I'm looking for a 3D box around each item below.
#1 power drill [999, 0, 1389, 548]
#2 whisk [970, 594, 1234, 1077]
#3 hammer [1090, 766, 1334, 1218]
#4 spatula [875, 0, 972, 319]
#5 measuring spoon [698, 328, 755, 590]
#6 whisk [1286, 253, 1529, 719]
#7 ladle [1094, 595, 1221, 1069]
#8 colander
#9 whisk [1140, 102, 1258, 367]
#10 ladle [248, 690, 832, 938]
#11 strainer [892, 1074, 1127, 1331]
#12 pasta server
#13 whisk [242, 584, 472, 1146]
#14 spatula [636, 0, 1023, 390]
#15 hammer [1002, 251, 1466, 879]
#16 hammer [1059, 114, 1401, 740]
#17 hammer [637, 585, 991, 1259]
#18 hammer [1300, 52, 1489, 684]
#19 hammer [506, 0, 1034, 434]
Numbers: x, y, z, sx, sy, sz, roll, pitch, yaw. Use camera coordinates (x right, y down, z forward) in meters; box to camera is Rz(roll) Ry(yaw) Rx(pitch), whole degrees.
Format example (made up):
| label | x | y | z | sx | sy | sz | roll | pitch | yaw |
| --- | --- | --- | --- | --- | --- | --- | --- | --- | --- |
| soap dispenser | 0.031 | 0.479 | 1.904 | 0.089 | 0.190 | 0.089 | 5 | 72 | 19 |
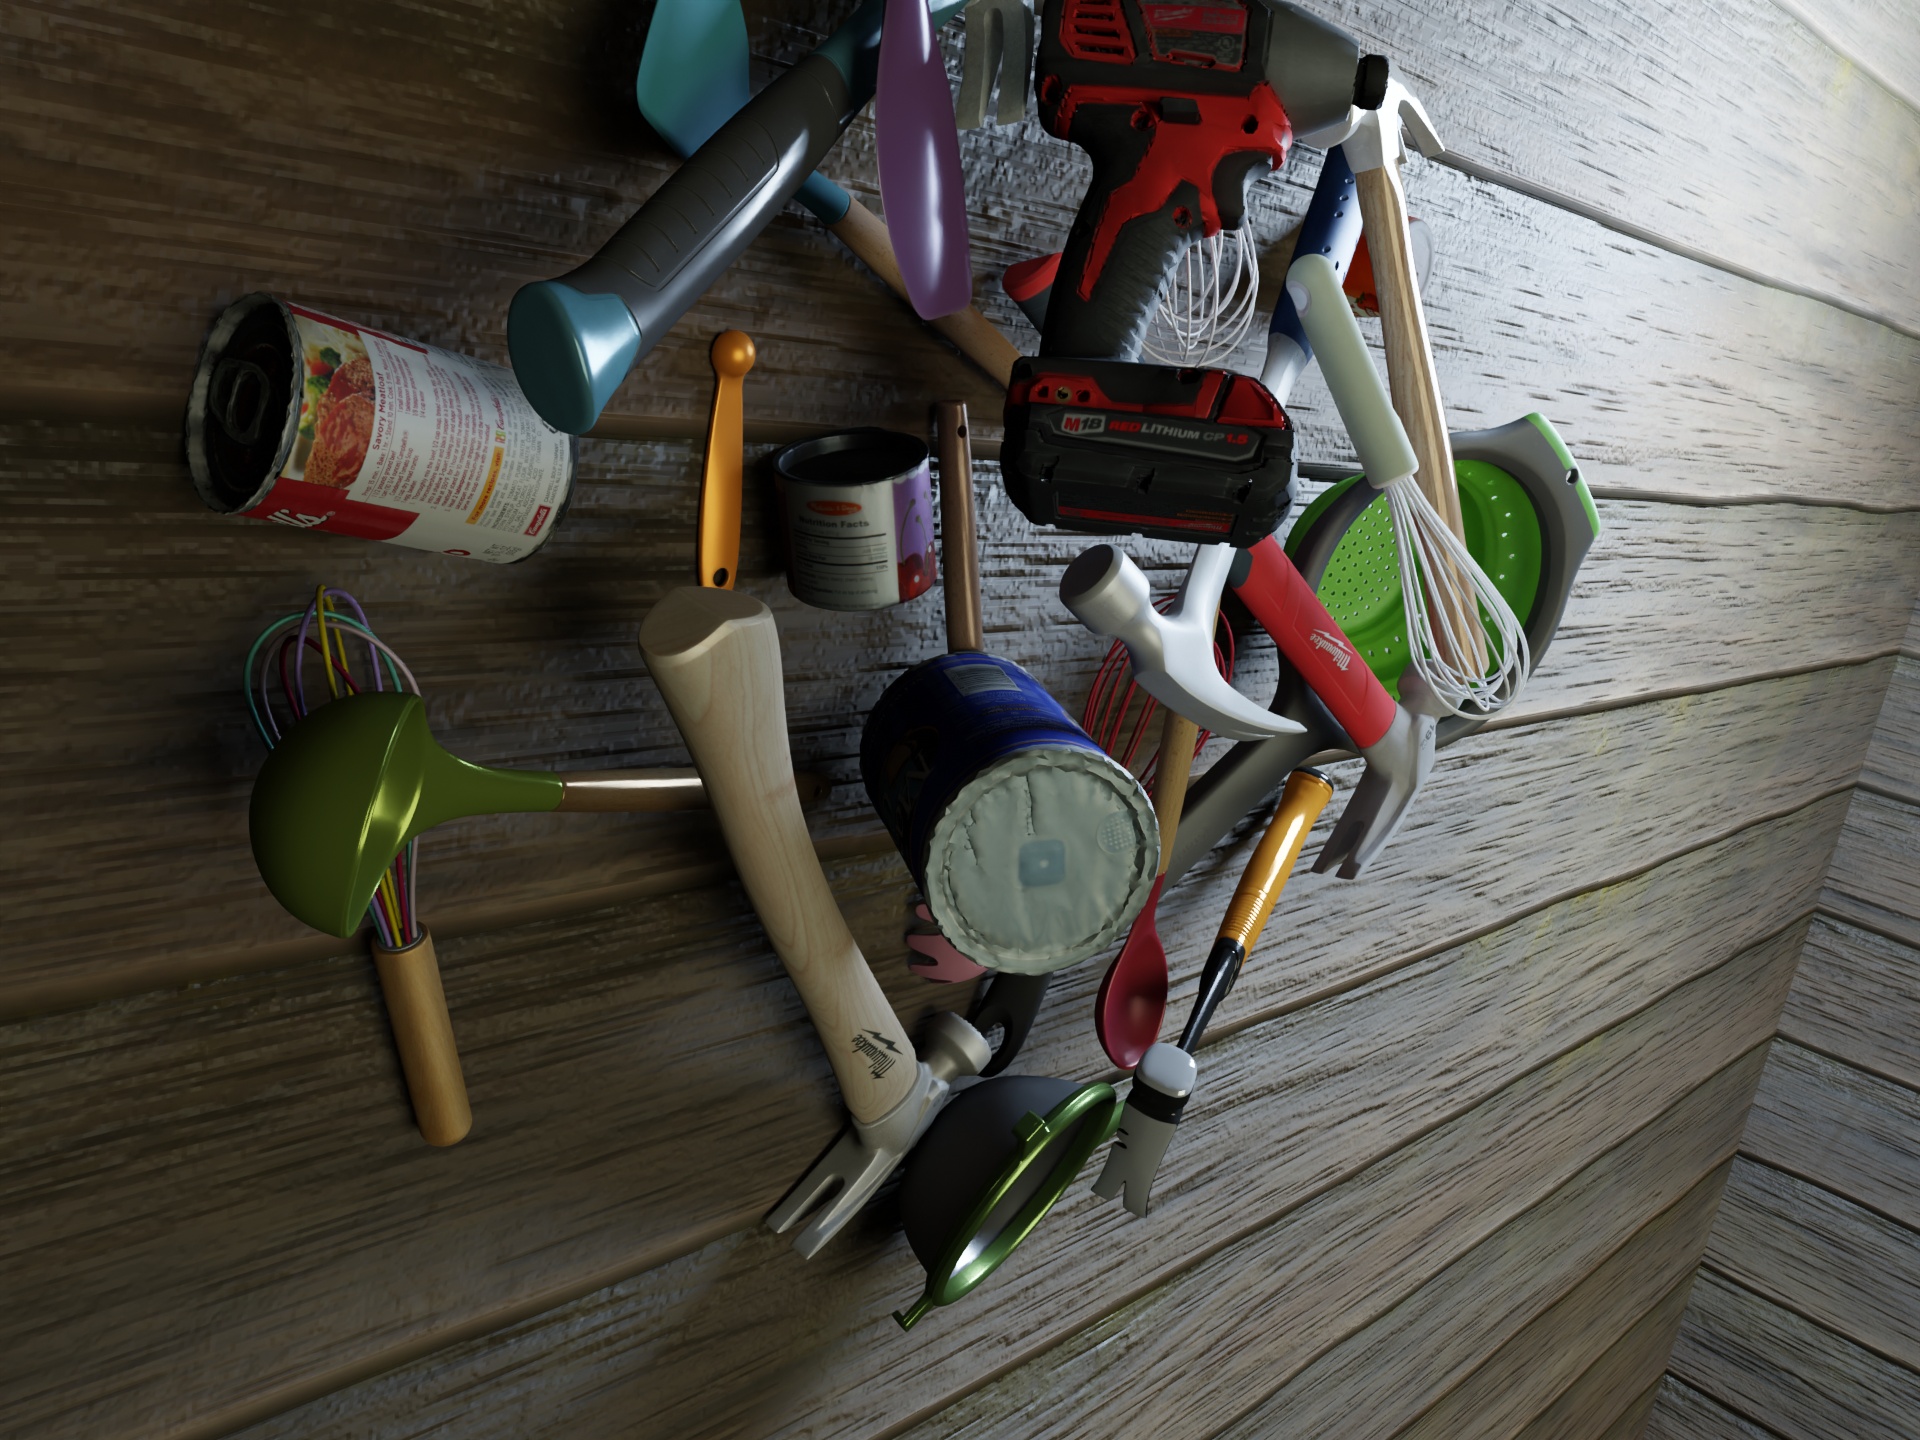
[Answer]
| label | x | y | z | sx | sy | sz | roll | pitch | yaw |
| --- | --- | --- | --- | --- | --- | --- | --- | --- | --- |
| power drill | 0.092 | -0.188 | 0.641 | 0.078 | 0.143 | 0.220 | 60 | 37 | -80 |
| whisk | 0.072 | 0.066 | 0.884 | 0.073 | 0.073 | 0.296 | 19 | 97 | -50 |
| hammer | 0.164 | 0.141 | 0.962 | 0.337 | 0.034 | 0.127 | -52 | 159 | -46 |
| spatula | -0.027 | -0.300 | 0.549 | 0.060 | 0.018 | 0.315 | -34 | 123 | -54 |
| measuring spoon | -0.095 | -0.101 | 0.654 | 0.021 | 0.011 | 0.117 | -12 | 116 | -45 |
| whisk | 0.217 | -0.113 | 0.779 | 0.059 | 0.058 | 0.246 | -27 | 98 | -12 |
| ladle | 0.108 | 0.058 | 0.849 | 0.069 | 0.031 | 0.315 | -31 | 137 | -46 |
| colander | 0.205 | -0.030 | 0.973 | 0.397 | 0.095 | 0.204 | -44 | 124 | 0 |
| whisk | 0.094 | -0.300 | 0.710 | 0.070 | 0.070 | 0.284 | -11 | 99 | -45 |
| ladle | -0.128 | 0.031 | 0.600 | 0.320 | 0.062 | 0.078 | 3 | 106 | -63 |
| strainer | 0.040 | 0.238 | 0.925 | 0.256 | 0.069 | 0.151 | -10 | 133 | -61 |
| pasta server | -0.001 | -0.003 | 0.796 | 0.060 | 0.040 | 0.316 | -23 | 119 | -40 |
| whisk | -0.210 | 0.064 | 0.580 | 0.051 | 0.047 | 0.244 | -29 | 130 | -38 |
| spatula | -0.028 | -0.197 | 0.659 | 0.317 | 0.044 | 0.082 | 29 | 71 | -51 |
| hammer | 0.138 | -0.078 | 0.820 | 0.386 | 0.038 | 0.143 | 46 | 68 | -31 |
| hammer | 0.163 | -0.172 | 0.794 | 0.144 | 0.035 | 0.406 | 42 | 56 | -30 |
| hammer | -0.071 | 0.101 | 0.695 | 0.146 | 0.038 | 0.410 | -45 | 147 | -24 |
| hammer | 0.238 | -0.175 | 0.832 | 0.130 | 0.031 | 0.331 | -42 | 123 | -48 |
| hammer | -0.055 | -0.217 | 0.563 | 0.331 | 0.033 | 0.128 | -59 | 139 | -35 |
